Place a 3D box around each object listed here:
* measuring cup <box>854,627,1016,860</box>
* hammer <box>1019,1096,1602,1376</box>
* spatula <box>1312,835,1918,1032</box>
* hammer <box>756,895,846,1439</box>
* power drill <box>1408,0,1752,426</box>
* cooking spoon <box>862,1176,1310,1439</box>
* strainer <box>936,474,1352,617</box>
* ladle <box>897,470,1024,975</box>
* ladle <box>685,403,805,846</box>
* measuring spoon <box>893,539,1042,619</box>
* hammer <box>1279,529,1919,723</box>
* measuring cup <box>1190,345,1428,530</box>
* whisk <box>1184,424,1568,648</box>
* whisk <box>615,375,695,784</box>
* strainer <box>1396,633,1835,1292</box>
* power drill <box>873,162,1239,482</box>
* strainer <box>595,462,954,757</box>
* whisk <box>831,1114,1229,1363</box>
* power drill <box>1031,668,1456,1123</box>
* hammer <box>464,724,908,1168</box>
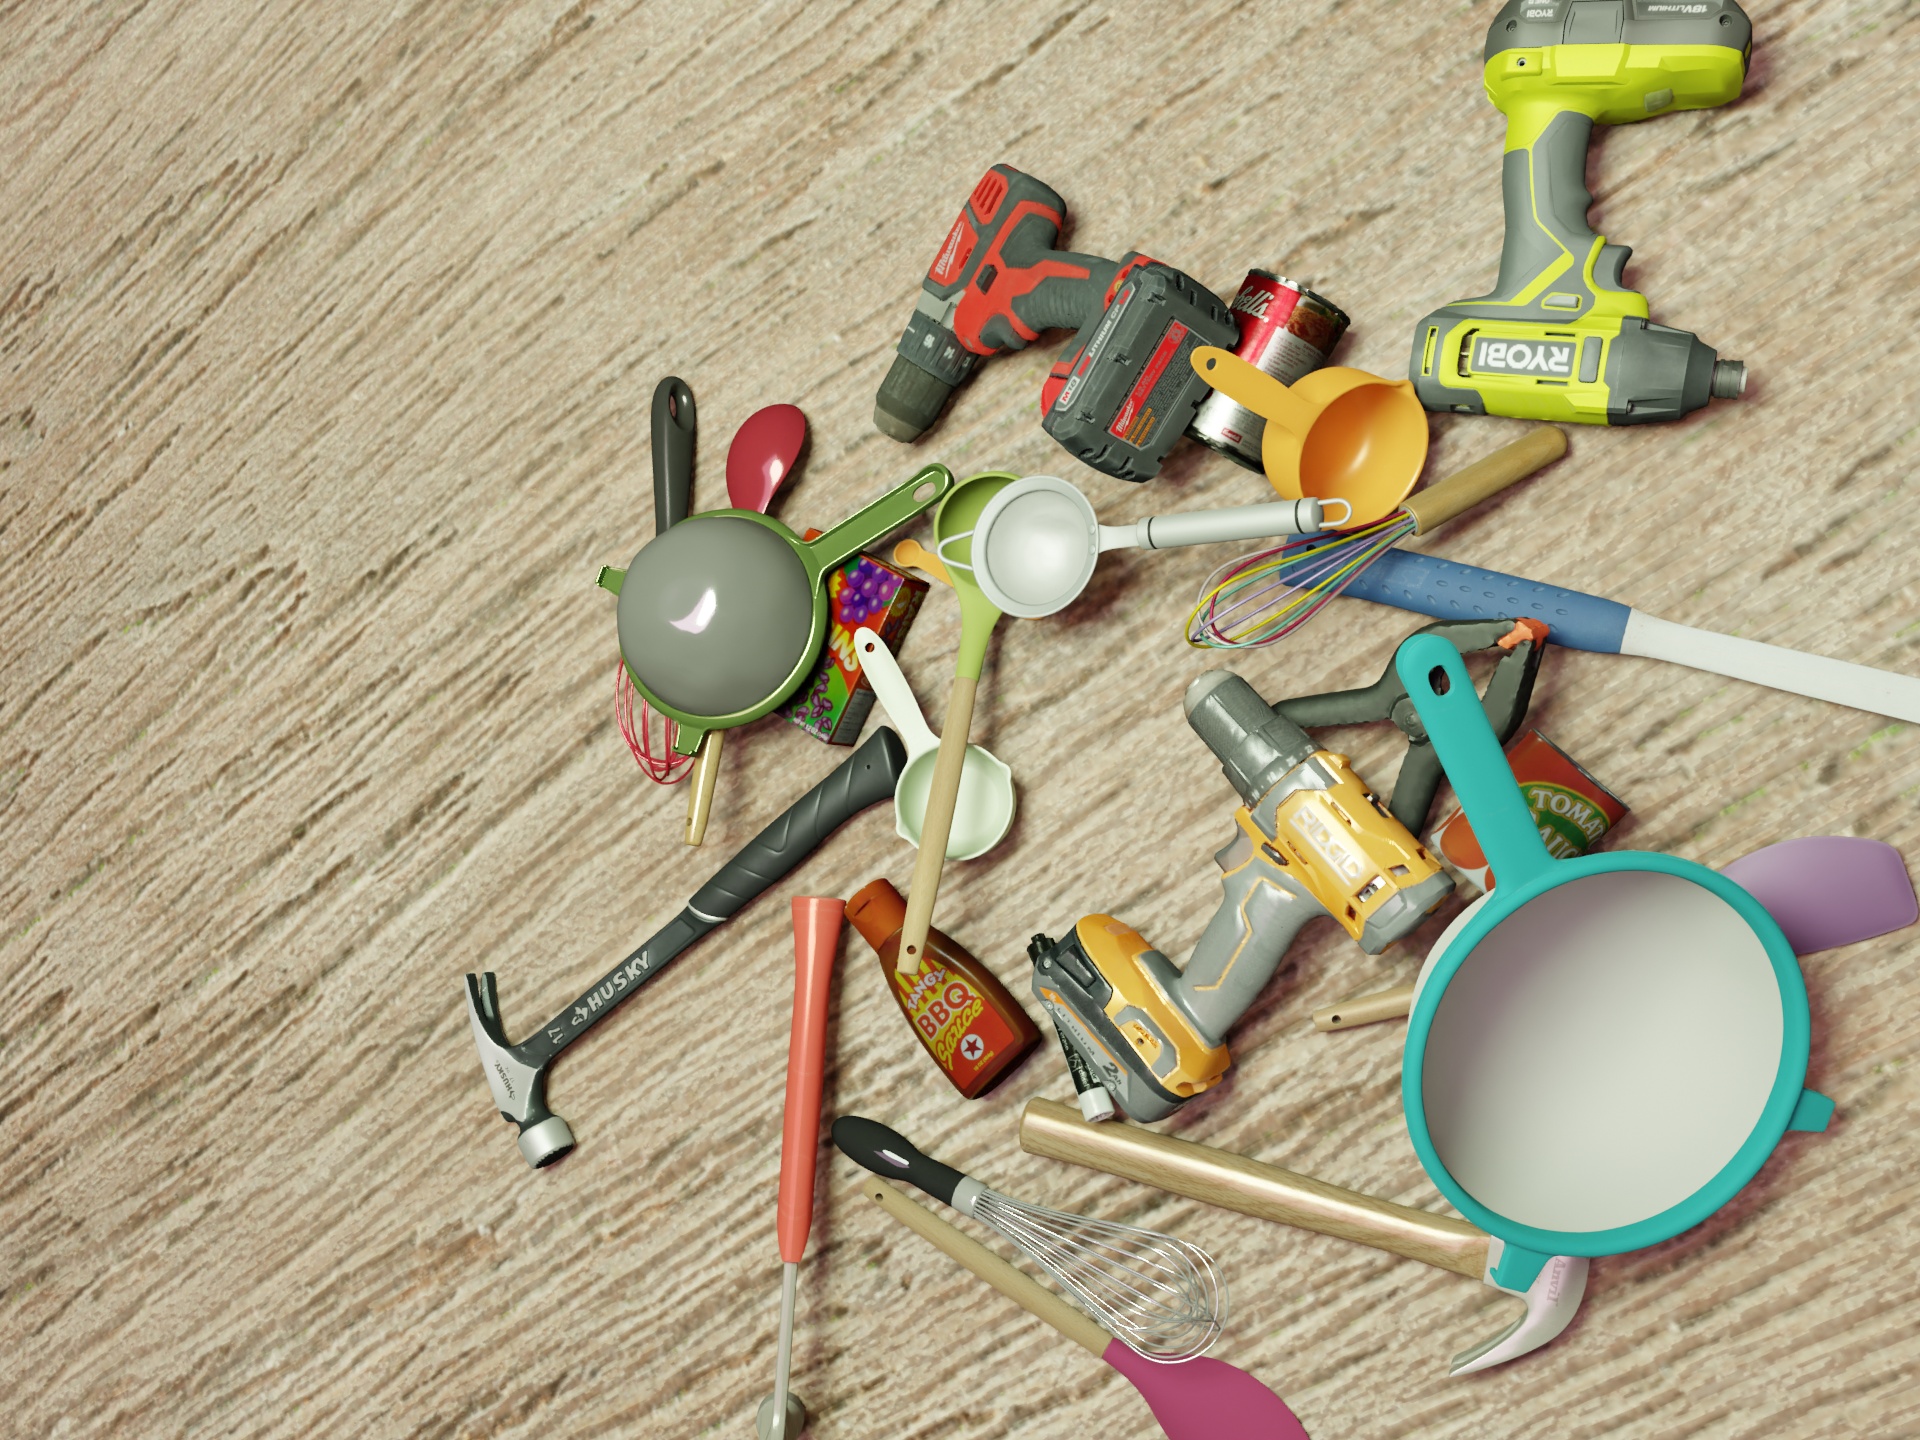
[{"bbox_3d":[-0.023,0.014,1.028,0.083,0.038,0.168,-31,78,7],"label":"measuring cup"},{"bbox_3d":[0.189,0.280,0.926,0.331,0.031,0.130,9,90,25],"label":"hammer"},{"bbox_3d":[0.346,0.126,0.873,0.316,0.018,0.060,-20,85,21],"label":"spatula"},{"bbox_3d":[-0.104,0.293,1.014,0.036,0.149,0.359,4,81,-3],"label":"hammer"},{"bbox_3d":[0.351,-0.275,0.872,0.171,0.080,0.223,10,94,25],"label":"power drill"},{"bbox_3d":[0.069,0.372,0.979,0.319,0.017,0.069,28,97,23],"label":"cooking spoon"},{"bbox_3d":[0.104,-0.105,0.918,0.258,0.050,0.087,-2,85,36],"label":"strainer"},{"bbox_3d":[-0.002,-0.003,0.979,0.078,0.062,0.320,10,74,4],"label":"ladle"},{"bbox_3d":[-0.155,-0.071,1.079,0.069,0.031,0.315,0,77,41],"label":"ladle"},{"bbox_3d":[0.007,-0.091,1.048,0.117,0.011,0.021,25,81,21],"label":"measuring spoon"},{"bbox_3d":[0.371,-0.040,0.864,0.406,0.035,0.144,17,93,24],"label":"hammer"},{"bbox_3d":[0.183,-0.173,0.893,0.095,0.173,0.052,-60,30,12],"label":"measuring cup"},{"bbox_3d":[0.232,-0.103,0.883,0.245,0.051,0.047,-28,116,-5],"label":"whisk"},{"bbox_3d":[-0.204,-0.102,1.118,0.073,0.073,0.296,-5,79,24],"label":"whisk"},{"bbox_3d":[0.285,0.104,0.807,0.211,0.095,0.340,-28,102,-1],"label":"strainer"},{"bbox_3d":[0.042,-0.226,0.978,0.227,0.080,0.188,44,108,43],"label":"power drill"},{"bbox_3d":[-0.122,-0.099,1.021,0.256,0.069,0.152,-30,73,10],"label":"strainer"},{"bbox_3d":[0.033,0.310,0.982,0.285,0.070,0.070,19,94,29],"label":"whisk"},{"bbox_3d":[0.143,0.099,0.921,0.226,0.084,0.185,-47,69,21],"label":"power drill"},{"bbox_3d":[-0.192,0.140,1.107,0.409,0.036,0.149,-40,71,16],"label":"hammer"}]
